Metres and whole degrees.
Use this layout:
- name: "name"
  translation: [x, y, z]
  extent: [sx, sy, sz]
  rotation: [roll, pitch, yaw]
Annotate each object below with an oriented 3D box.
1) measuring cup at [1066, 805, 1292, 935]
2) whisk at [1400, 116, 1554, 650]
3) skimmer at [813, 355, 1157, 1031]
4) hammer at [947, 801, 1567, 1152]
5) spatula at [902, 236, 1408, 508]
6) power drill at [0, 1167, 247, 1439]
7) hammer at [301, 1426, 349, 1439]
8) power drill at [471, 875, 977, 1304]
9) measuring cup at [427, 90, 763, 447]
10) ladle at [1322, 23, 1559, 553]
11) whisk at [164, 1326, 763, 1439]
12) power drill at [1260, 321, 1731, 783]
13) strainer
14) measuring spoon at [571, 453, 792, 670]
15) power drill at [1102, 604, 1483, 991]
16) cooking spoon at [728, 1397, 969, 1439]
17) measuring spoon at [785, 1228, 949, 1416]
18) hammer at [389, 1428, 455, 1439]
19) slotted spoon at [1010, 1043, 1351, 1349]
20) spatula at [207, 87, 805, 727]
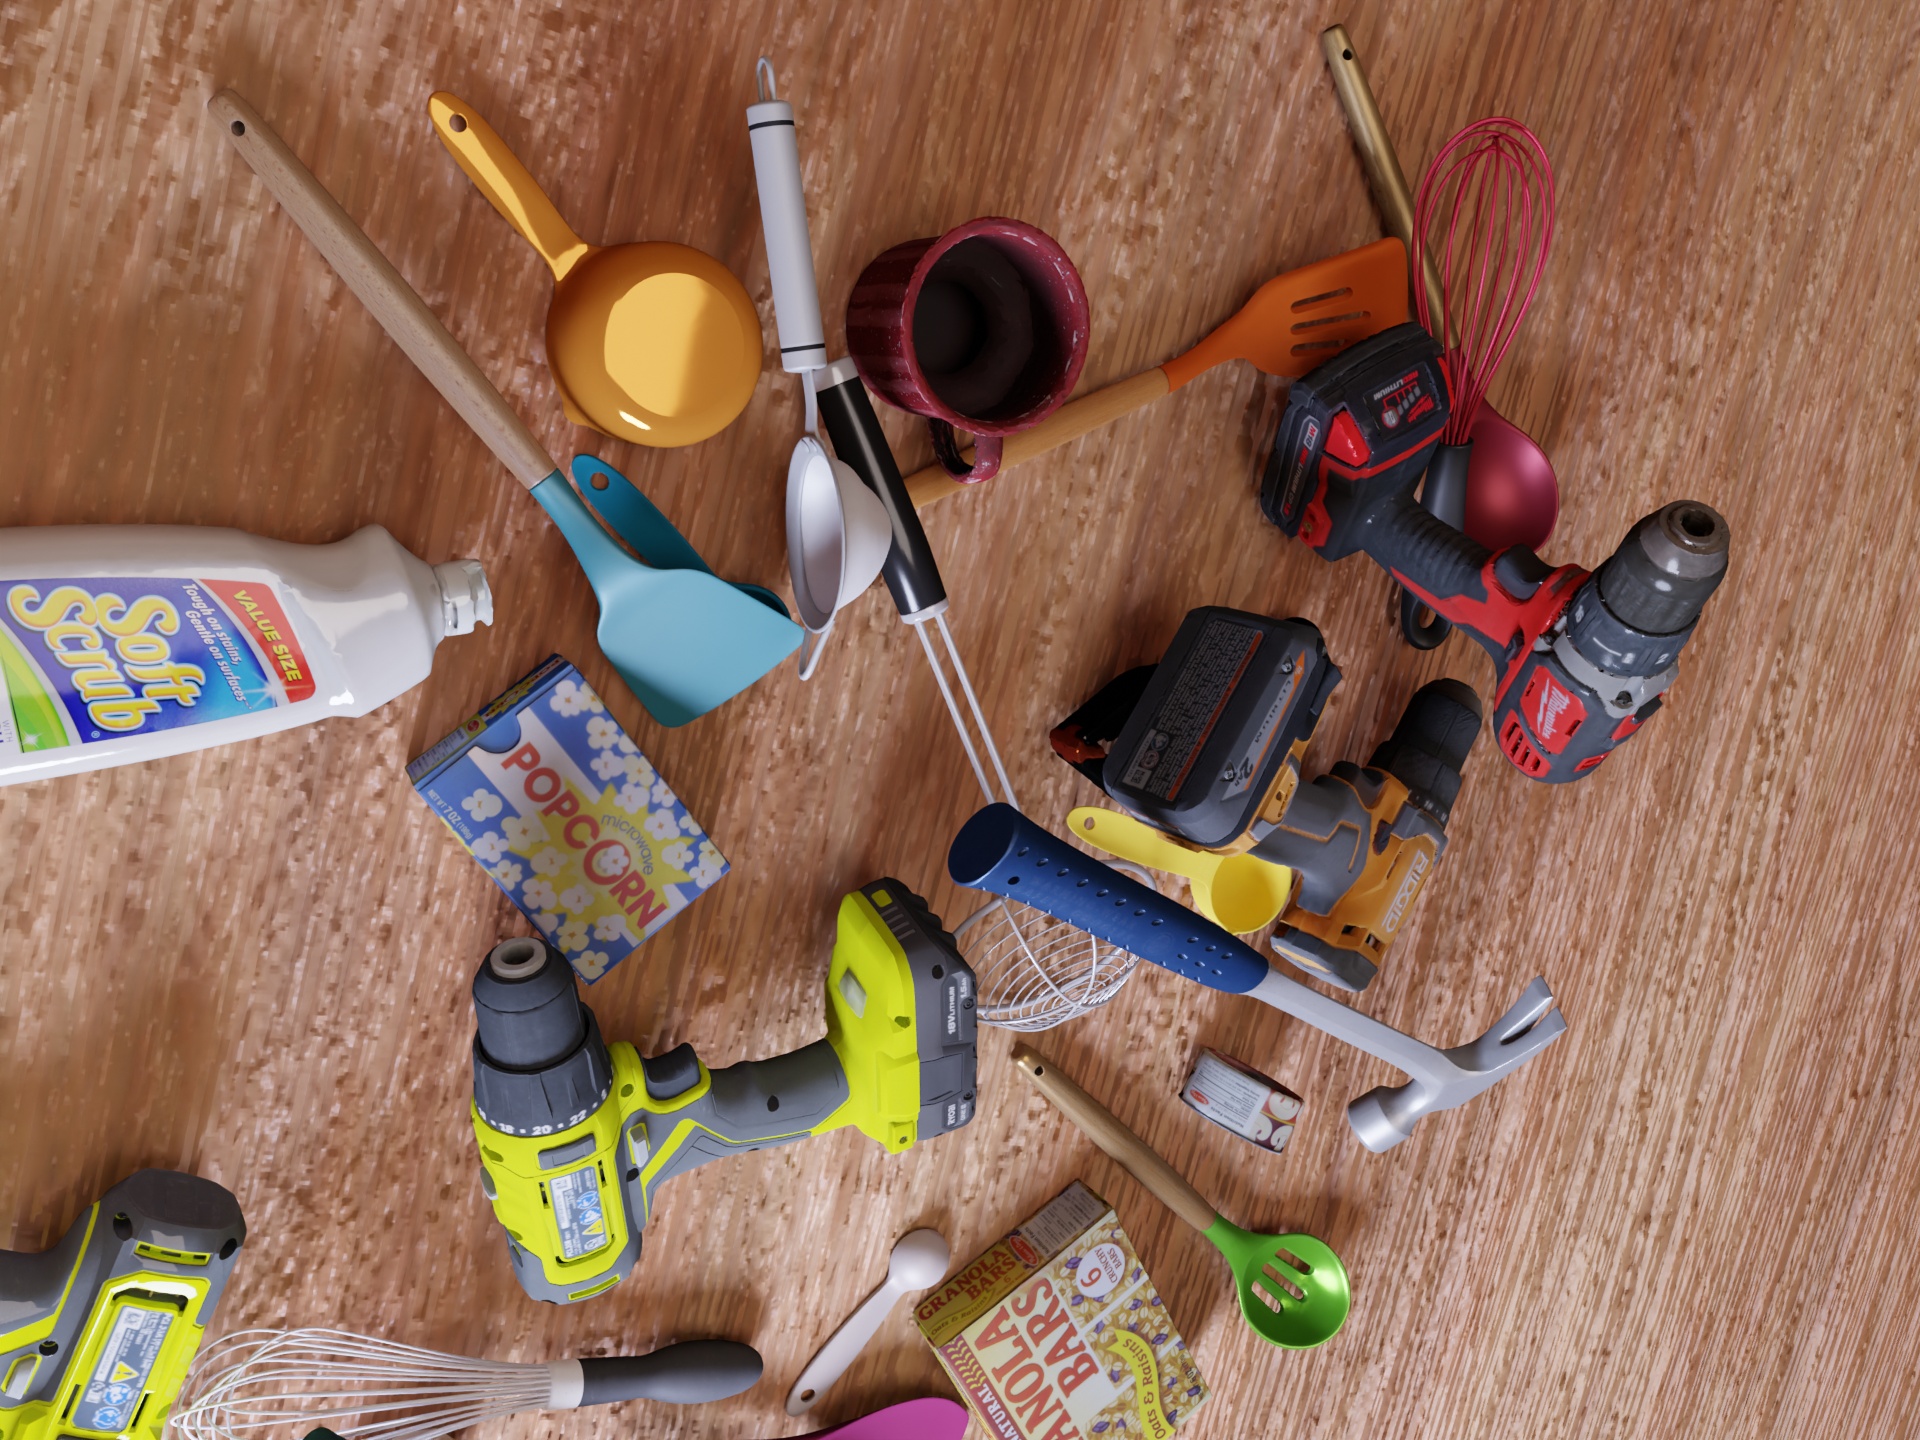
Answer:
- name: "measuring cup"
  translation: [0.116, 0.073, 0.879]
  extent: [0.156, 0.029, 0.062]
  rotation: [22, 92, -27]
- name: "whisk"
  translation: [0.269, -0.170, 0.859]
  extent: [0.073, 0.073, 0.295]
  rotation: [-15, 123, -23]
- name: "skimmer"
  translation: [-0.001, -0.003, 0.785]
  extent: [0.127, 0.090, 0.363]
  rotation: [-23, 105, -6]
- name: "hammer"
  translation: [0.156, 0.128, 0.803]
  extent: [0.405, 0.035, 0.144]
  rotation: [29, 122, -36]
- name: "spatula"
  translation: [0.086, -0.158, 0.796]
  extent: [0.322, 0.041, 0.080]
  rotation: [-27, 135, -17]
- name: "power drill"
  translation: [-0.419, 0.245, 0.612]
  extent: [0.223, 0.080, 0.171]
  rotation: [24, 91, -29]
- name: "hammer"
  translation: [-0.181, 0.396, 0.758]
  extent: [0.128, 0.033, 0.330]
  rotation: [-47, 130, 0]
- name: "power drill"
  translation: [-0.110, 0.155, 0.734]
  extent: [0.228, 0.080, 0.190]
  rotation: [-16, 126, -23]
- name: "measuring cup"
  translation: [-0.152, -0.188, 0.660]
  extent: [0.095, 0.052, 0.173]
  rotation: [-46, 120, -10]
- name: "ladle"
  translation: [0.260, -0.228, 0.877]
  extent: [0.069, 0.031, 0.315]
  rotation: [-31, 113, -7]
- name: "whisk"
  translation: [-0.220, 0.317, 0.750]
  extent: [0.284, 0.070, 0.070]
  rotation: [10, 98, -34]
- name: "power drill"
  translation: [0.257, -0.092, 0.772]
  extent: [0.080, 0.227, 0.187]
  rotation: [-30, 155, -17]
- name: "strainer"
  translation: [-0.063, -0.147, 0.678]
  extent: [0.050, 0.087, 0.258]
  rotation: [-12, 105, -20]
- name: "measuring spoon"
  translation: [-0.127, -0.075, 0.724]
  extent: [0.042, 0.021, 0.128]
  rotation: [-39, 110, 14]
- name: "power drill"
  translation: [0.192, 0.023, 0.841]
  extent: [0.226, 0.084, 0.185]
  rotation: [38, 78, -40]
- name: "cooking spoon"
  translation: [-0.125, 0.378, 0.817]
  extent: [0.318, 0.017, 0.068]
  rotation: [15, 104, -36]
- name: "measuring spoon"
  translation: [-0.049, 0.330, 0.860]
  extent: [0.124, 0.018, 0.034]
  rotation: [-48, 119, -8]
- name: "hammer"
  translation: [-0.373, 0.504, 0.728]
  extent: [0.410, 0.038, 0.146]
  rotation: [-47, 120, -10]
- name: "slotted spoon"
  translation: [0.131, 0.279, 0.937]
  extent: [0.070, 0.031, 0.313]
  rotation: [-49, 117, -9]
- name: "spatula"
  translation: [-0.191, -0.124, 0.667]
  extent: [0.082, 0.044, 0.317]
  rotation: [-33, 110, 13]
